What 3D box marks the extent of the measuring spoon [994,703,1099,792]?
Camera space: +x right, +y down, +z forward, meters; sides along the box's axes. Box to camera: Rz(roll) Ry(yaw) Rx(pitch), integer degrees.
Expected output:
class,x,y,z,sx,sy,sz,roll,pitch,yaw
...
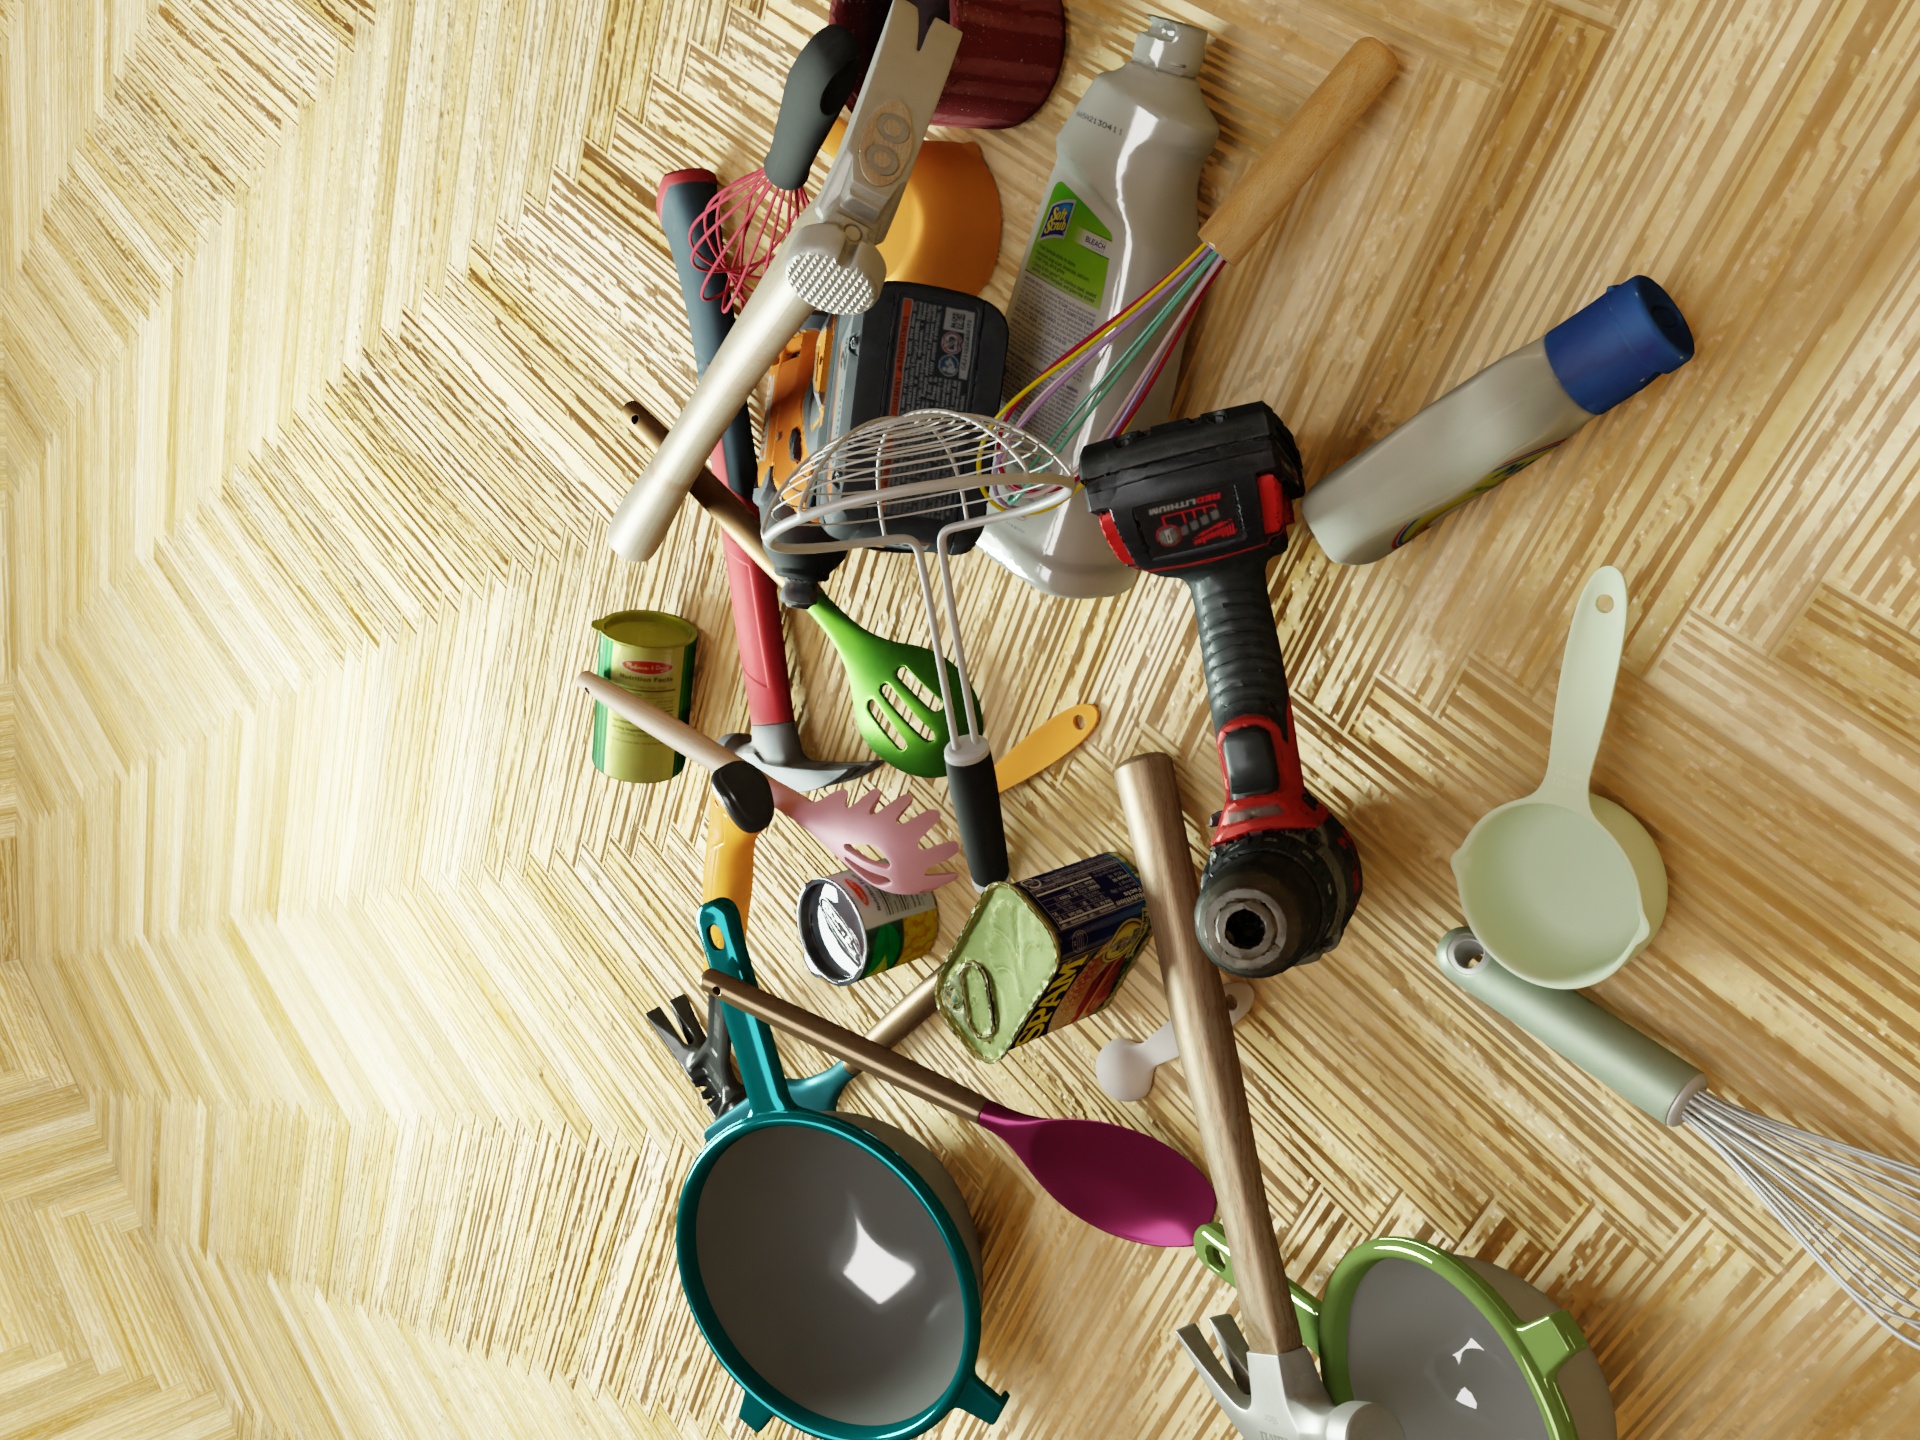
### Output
class,x,y,z,sx,sy,sz,roll,pitch,yaw
measuring spoon,0.039,0.020,0.864,0.117,0.011,0.021,-38,72,42

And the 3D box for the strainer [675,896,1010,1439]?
class,x,y,z,sx,sy,sz,roll,pitch,yaw
strainer,-0.083,0.265,0.980,0.211,0.095,0.340,-16,91,29

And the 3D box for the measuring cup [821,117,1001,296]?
class,x,y,z,sx,sy,sz,roll,pitch,yaw
measuring cup,-0.052,-0.286,0.851,0.174,0.052,0.095,47,131,28

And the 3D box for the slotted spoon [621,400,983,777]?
class,x,y,z,sx,sy,sz,roll,pitch,yaw
slotted spoon,-0.103,-0.085,0.933,0.314,0.031,0.070,46,106,18

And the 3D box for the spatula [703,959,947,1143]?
class,x,y,z,sx,sy,sz,roll,pitch,yaw
spatula,-0.060,0.212,0.995,0.082,0.044,0.317,43,131,1

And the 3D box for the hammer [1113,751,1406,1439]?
class,x,y,z,sx,sy,sz,roll,pitch,yaw
hammer,0.121,0.178,0.753,0.130,0.031,0.331,139,122,-62

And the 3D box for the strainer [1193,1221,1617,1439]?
class,x,y,z,sx,sy,sz,roll,pitch,yaw
strainer,0.202,0.282,0.720,0.256,0.069,0.151,-164,69,-64

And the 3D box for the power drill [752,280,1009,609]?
class,x,y,z,sx,sy,sz,roll,pitch,yaw
power drill,-0.054,-0.134,0.813,0.227,0.084,0.164,-160,76,-69

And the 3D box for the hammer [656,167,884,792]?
class,x,y,z,sx,sy,sz,roll,pitch,yaw
hammer,-0.129,-0.147,0.985,0.143,0.038,0.386,-2,98,47

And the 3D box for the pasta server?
class,x,y,z,sx,sy,sz,roll,pitch,yaw
pasta server,-0.130,0.029,0.979,0.316,0.040,0.060,27,132,34

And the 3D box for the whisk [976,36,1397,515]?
class,x,y,z,sx,sy,sz,roll,pitch,yaw
whisk,0.091,-0.183,0.672,0.047,0.051,0.245,42,108,2

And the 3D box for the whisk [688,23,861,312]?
class,x,y,z,sx,sy,sz,roll,pitch,yaw
whisk,-0.093,-0.275,0.819,0.296,0.073,0.073,161,95,-73

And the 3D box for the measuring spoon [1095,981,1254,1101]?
class,x,y,z,sx,sy,sz,roll,pitch,yaw
measuring spoon,0.107,0.164,0.817,0.124,0.018,0.034,-46,66,43

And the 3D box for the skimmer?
class,x,y,z,sx,sy,sz,roll,pitch,yaw
skimmer,-0.001,-0.002,0.740,0.362,0.127,0.090,79,180,-49

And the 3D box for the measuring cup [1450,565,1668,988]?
class,x,y,z,sx,sy,sz,roll,pitch,yaw
measuring cup,0.243,0.021,0.616,0.083,0.038,0.167,21,113,44

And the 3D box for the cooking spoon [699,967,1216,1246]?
class,x,y,z,sx,sy,sz,roll,pitch,yaw
cooking spoon,-0.009,0.205,0.879,0.319,0.017,0.068,21,115,18

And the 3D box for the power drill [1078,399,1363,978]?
class,x,y,z,sx,sy,sz,roll,pitch,yaw
power drill,0.112,-0.008,0.649,0.080,0.188,0.227,-12,88,18

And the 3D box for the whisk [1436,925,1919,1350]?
class,x,y,z,sx,sy,sz,roll,pitch,yaw
whisk,0.283,0.149,0.602,0.247,0.059,0.058,36,88,41

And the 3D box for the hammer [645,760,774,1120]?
class,x,y,z,sx,sy,sz,roll,pitch,yaw
hammer,-0.157,0.144,1.037,0.127,0.034,0.336,47,144,30

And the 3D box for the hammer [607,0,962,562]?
class,x,y,z,sx,sy,sz,roll,pitch,yaw
hammer,-0.110,-0.182,0.799,0.410,0.038,0.146,-32,38,61
